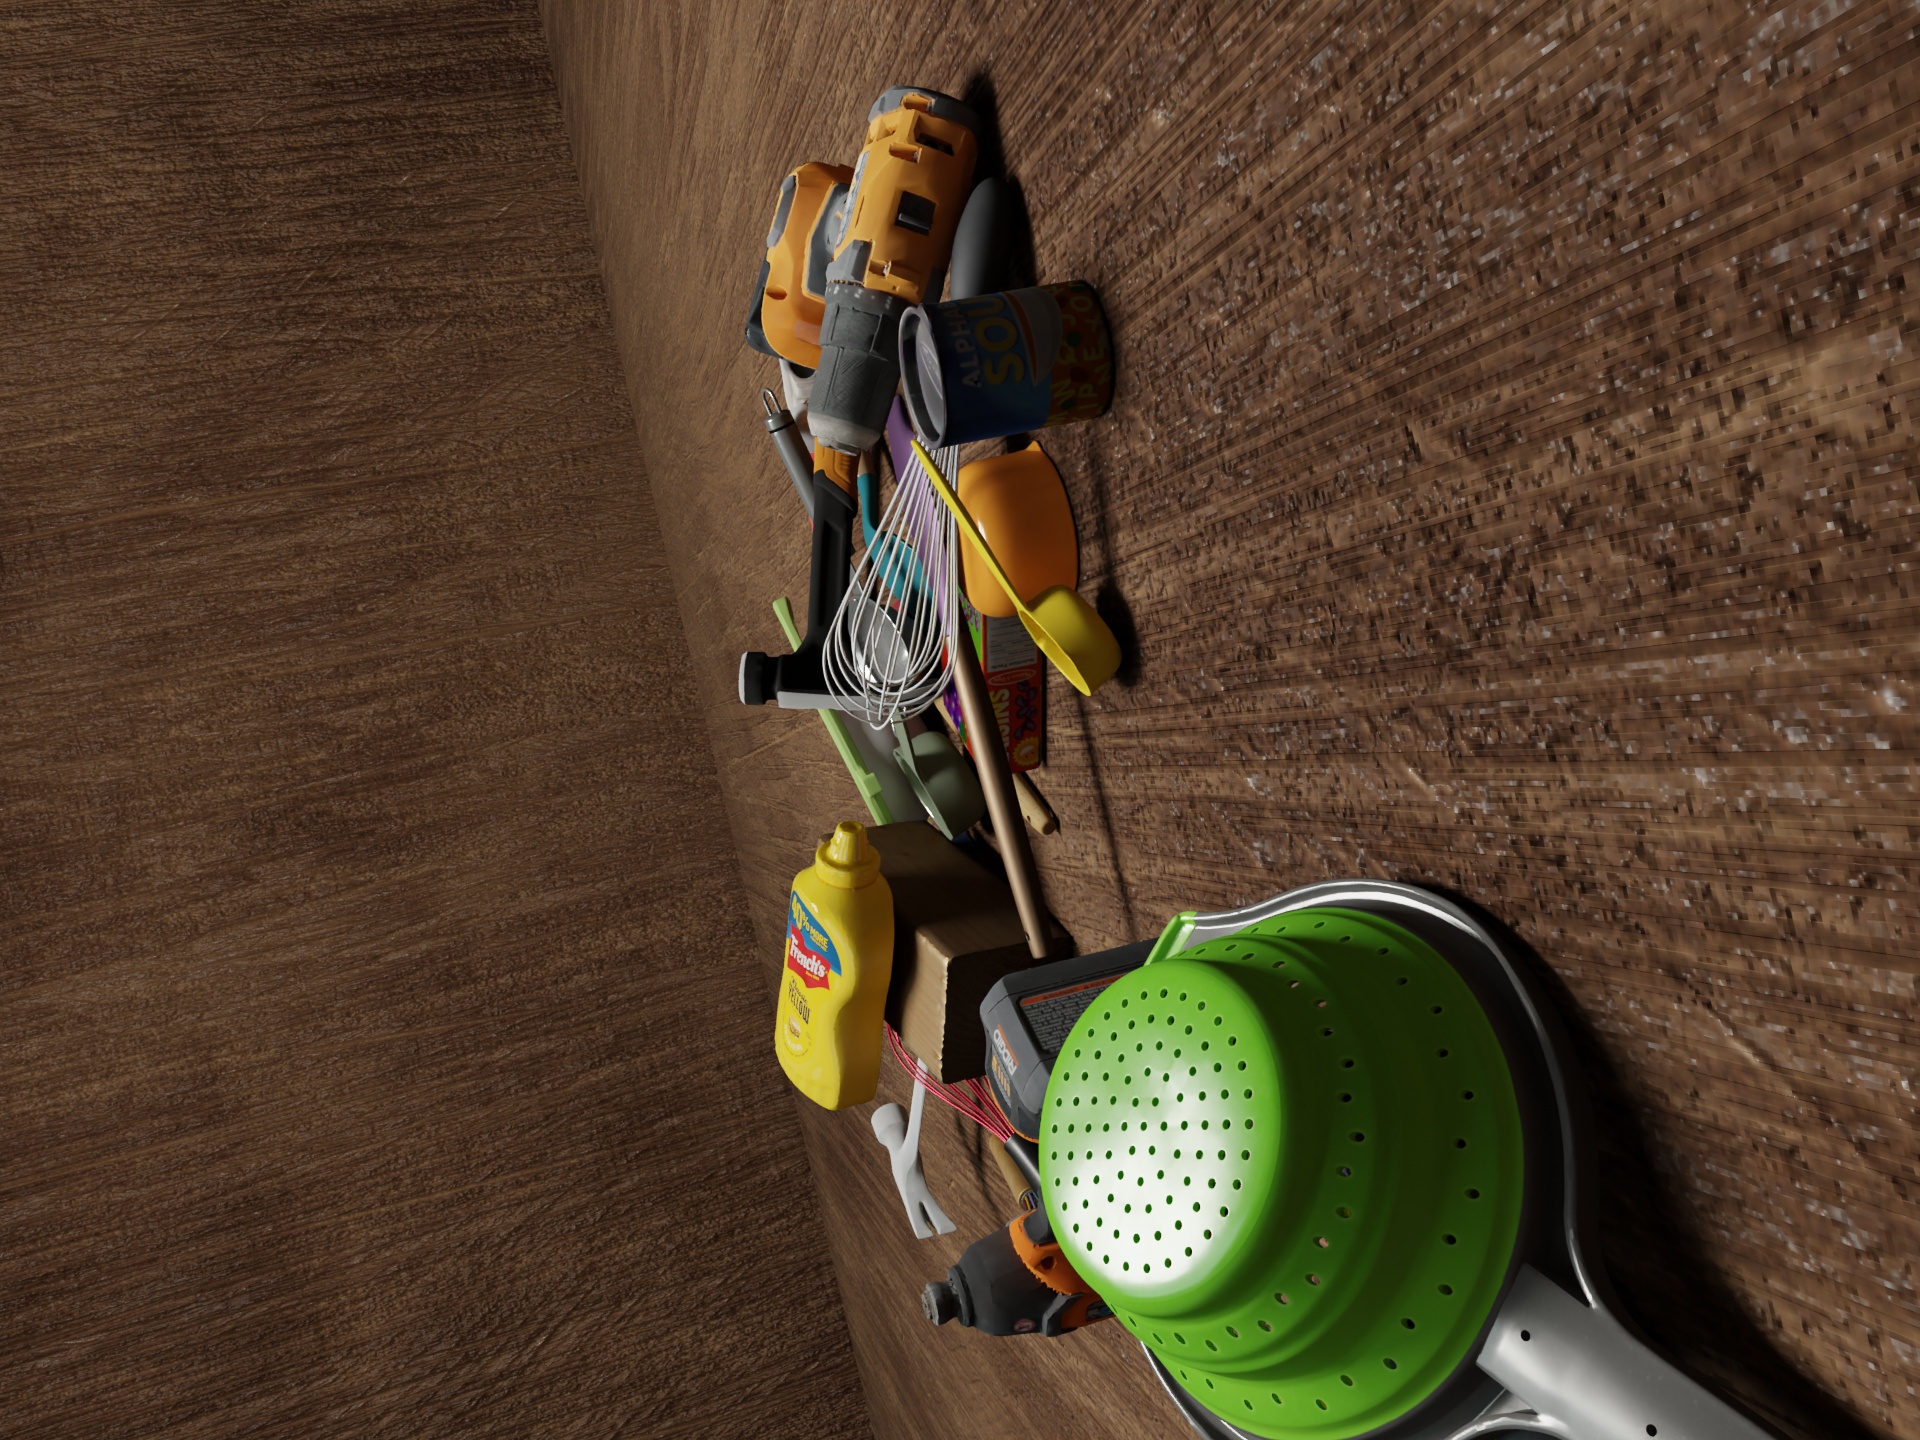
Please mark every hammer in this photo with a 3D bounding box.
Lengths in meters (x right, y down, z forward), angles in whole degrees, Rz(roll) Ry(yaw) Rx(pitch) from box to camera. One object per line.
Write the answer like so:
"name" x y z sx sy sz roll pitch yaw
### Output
"hammer" -0.072 -0.169 1.032 0.034 0.127 0.337 101 170 -72
"hammer" -0.024 0.257 1.295 0.144 0.035 0.405 -118 28 -47
"hammer" -0.107 -0.153 1.268 0.386 0.038 0.143 87 171 -56

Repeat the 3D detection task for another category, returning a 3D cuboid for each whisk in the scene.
"whisk" 0.061 0.366 1.169 0.245 0.047 0.051 -138 49 -73
"whisk" -0.012 -0.133 0.807 0.070 0.070 0.284 -152 74 -71
"whisk" 0.030 0.281 1.122 0.296 0.073 0.073 49 151 37

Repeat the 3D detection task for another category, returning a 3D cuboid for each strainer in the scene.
"strainer" -0.076 -0.110 1.095 0.087 0.050 0.258 8 127 58
"strainer" -0.076 -0.013 1.251 0.257 0.069 0.151 62 176 32

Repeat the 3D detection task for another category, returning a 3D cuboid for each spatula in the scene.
"spatula" -0.064 -0.197 1.170 0.082 0.044 0.318 98 159 -59
"spatula" 0.004 -0.022 0.874 0.060 0.018 0.316 167 87 -75

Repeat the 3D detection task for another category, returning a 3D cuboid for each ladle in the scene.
"ladle" -0.002 -0.004 1.099 0.316 0.031 0.069 -129 26 -56

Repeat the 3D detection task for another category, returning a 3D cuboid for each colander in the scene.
"colander" 0.134 0.165 0.458 0.397 0.094 0.204 29 96 55

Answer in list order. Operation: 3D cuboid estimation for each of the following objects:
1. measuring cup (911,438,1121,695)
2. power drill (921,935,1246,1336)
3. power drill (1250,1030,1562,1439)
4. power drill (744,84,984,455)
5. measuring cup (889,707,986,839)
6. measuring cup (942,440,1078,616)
"measuring cup" 0.029 -0.080 0.784 0.156 0.029 0.062 54 176 -18
"power drill" 0.060 0.223 0.794 0.084 0.164 0.226 -120 24 -49
"power drill" 0.162 0.246 0.599 0.191 0.080 0.228 -123 27 -50
"power drill" -0.062 -0.241 0.899 0.226 0.084 0.185 -154 79 -70
"measuring cup" -0.019 0.020 1.083 0.083 0.038 0.167 53 169 31
"measuring cup" 0.010 -0.111 0.897 0.174 0.052 0.095 -142 40 -65
